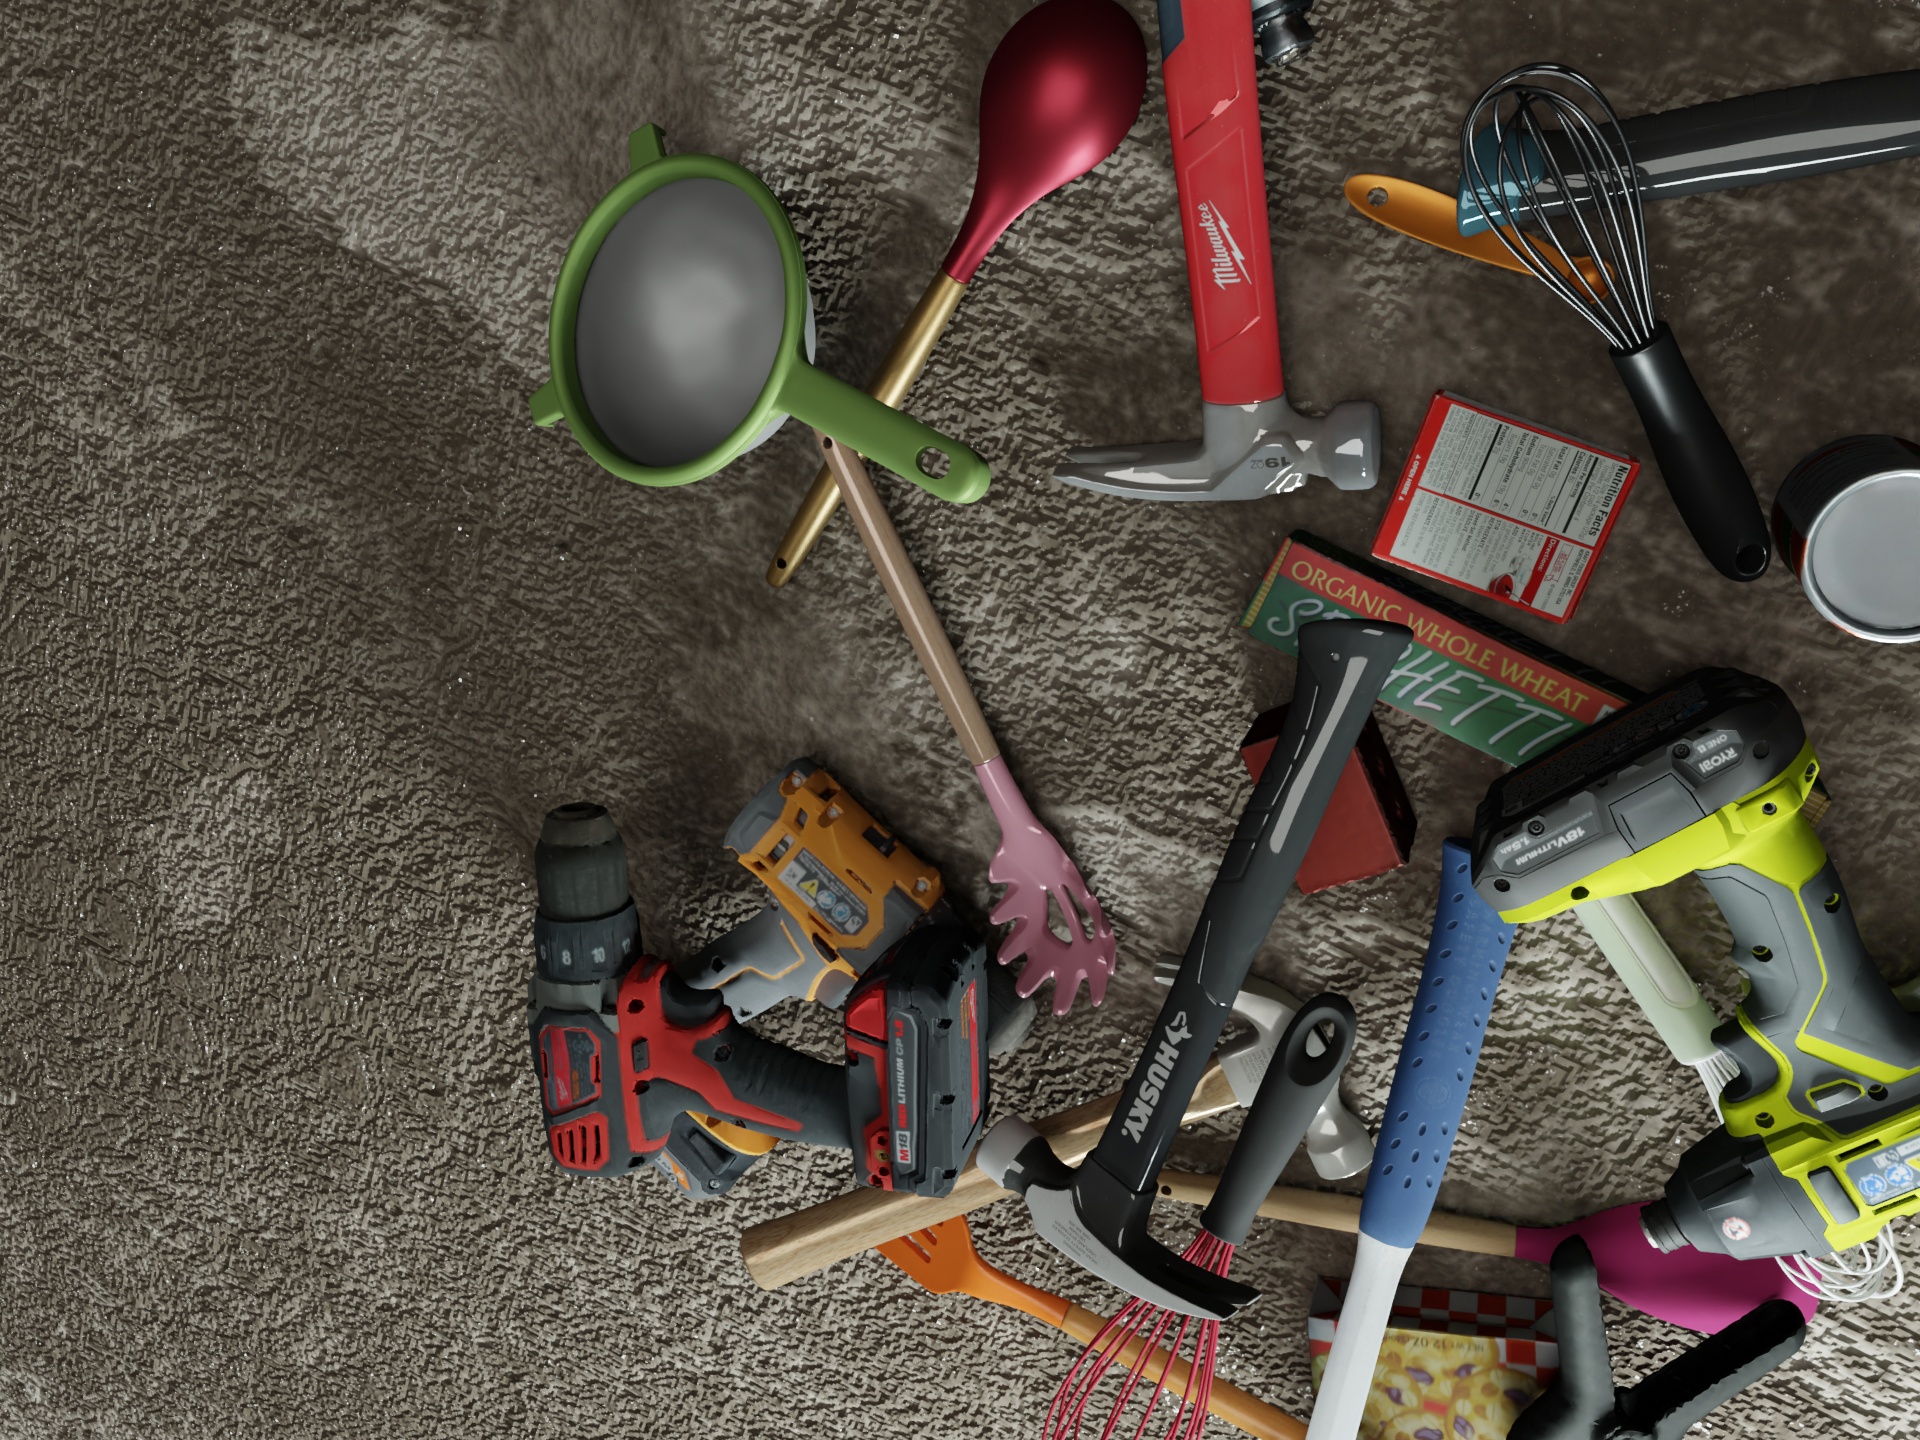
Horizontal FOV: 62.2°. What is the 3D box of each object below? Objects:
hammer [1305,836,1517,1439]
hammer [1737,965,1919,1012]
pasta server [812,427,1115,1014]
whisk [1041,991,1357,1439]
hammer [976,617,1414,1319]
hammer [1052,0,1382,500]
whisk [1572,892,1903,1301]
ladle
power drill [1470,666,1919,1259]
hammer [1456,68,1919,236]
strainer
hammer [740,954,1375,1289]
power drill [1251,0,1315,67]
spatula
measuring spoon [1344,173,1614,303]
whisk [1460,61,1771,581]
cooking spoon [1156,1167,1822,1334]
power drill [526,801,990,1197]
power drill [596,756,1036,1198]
[{"bbox_3d":[0.204,0.255,0.750,0.144,0.035,0.405,15,101,15],"label":"hammer"},{"bbox_3d":[0.425,-0.030,0.617,0.149,0.037,0.359,12,111,17],"label":"hammer"},{"bbox_3d":[-0.001,-0.002,0.774,0.060,0.040,0.316,-20,103,28],"label":"pasta server"},{"bbox_3d":[0.118,0.262,0.765,0.073,0.073,0.296,26,98,11],"label":"whisk"},{"bbox_3d":[0.118,0.107,0.700,0.146,0.035,0.334,33,112,33],"label":"hammer"},{"bbox_3d":[0.079,-0.264,0.611,0.143,0.038,0.386,1,124,22],"label":"hammer"},{"bbox_3d":[0.335,0.152,0.705,0.246,0.058,0.059,56,159,2],"label":"whisk"},{"bbox_3d":[-0.016,-0.186,0.739,0.069,0.031,0.315,37,117,5],"label":"ladle"},{"bbox_3d":[0.311,0.107,0.642,0.171,0.080,0.223,-34,92,23],"label":"power drill"},{"bbox_3d":[0.350,-0.220,0.569,0.331,0.033,0.128,-2,78,26],"label":"hammer"},{"bbox_3d":[-0.077,-0.157,0.724,0.256,0.069,0.151,32,105,26],"label":"strainer"},{"bbox_3d":[0.032,0.221,0.817,0.331,0.031,0.130,-25,95,14],"label":"hammer"},{"bbox_3d":[0.171,-0.359,0.584,0.226,0.084,0.164,-16,101,28],"label":"power drill"},{"bbox_3d":[0.081,0.321,0.841,0.323,0.041,0.081,23,111,17],"label":"spatula"},{"bbox_3d":[0.213,-0.199,0.657,0.117,0.011,0.021,27,92,14],"label":"measuring spoon"},{"bbox_3d":[0.257,-0.142,0.607,0.055,0.055,0.238,-27,117,26],"label":"whisk"},{"bbox_3d":[0.246,0.253,0.784,0.319,0.017,0.068,5,107,19],"label":"cooking spoon"},{"bbox_3d":[-0.105,0.135,0.770,0.227,0.080,0.188,1,104,14],"label":"power drill"},{"bbox_3d":[-0.085,0.156,0.847,0.185,0.084,0.226,42,112,2],"label":"power drill"}]
